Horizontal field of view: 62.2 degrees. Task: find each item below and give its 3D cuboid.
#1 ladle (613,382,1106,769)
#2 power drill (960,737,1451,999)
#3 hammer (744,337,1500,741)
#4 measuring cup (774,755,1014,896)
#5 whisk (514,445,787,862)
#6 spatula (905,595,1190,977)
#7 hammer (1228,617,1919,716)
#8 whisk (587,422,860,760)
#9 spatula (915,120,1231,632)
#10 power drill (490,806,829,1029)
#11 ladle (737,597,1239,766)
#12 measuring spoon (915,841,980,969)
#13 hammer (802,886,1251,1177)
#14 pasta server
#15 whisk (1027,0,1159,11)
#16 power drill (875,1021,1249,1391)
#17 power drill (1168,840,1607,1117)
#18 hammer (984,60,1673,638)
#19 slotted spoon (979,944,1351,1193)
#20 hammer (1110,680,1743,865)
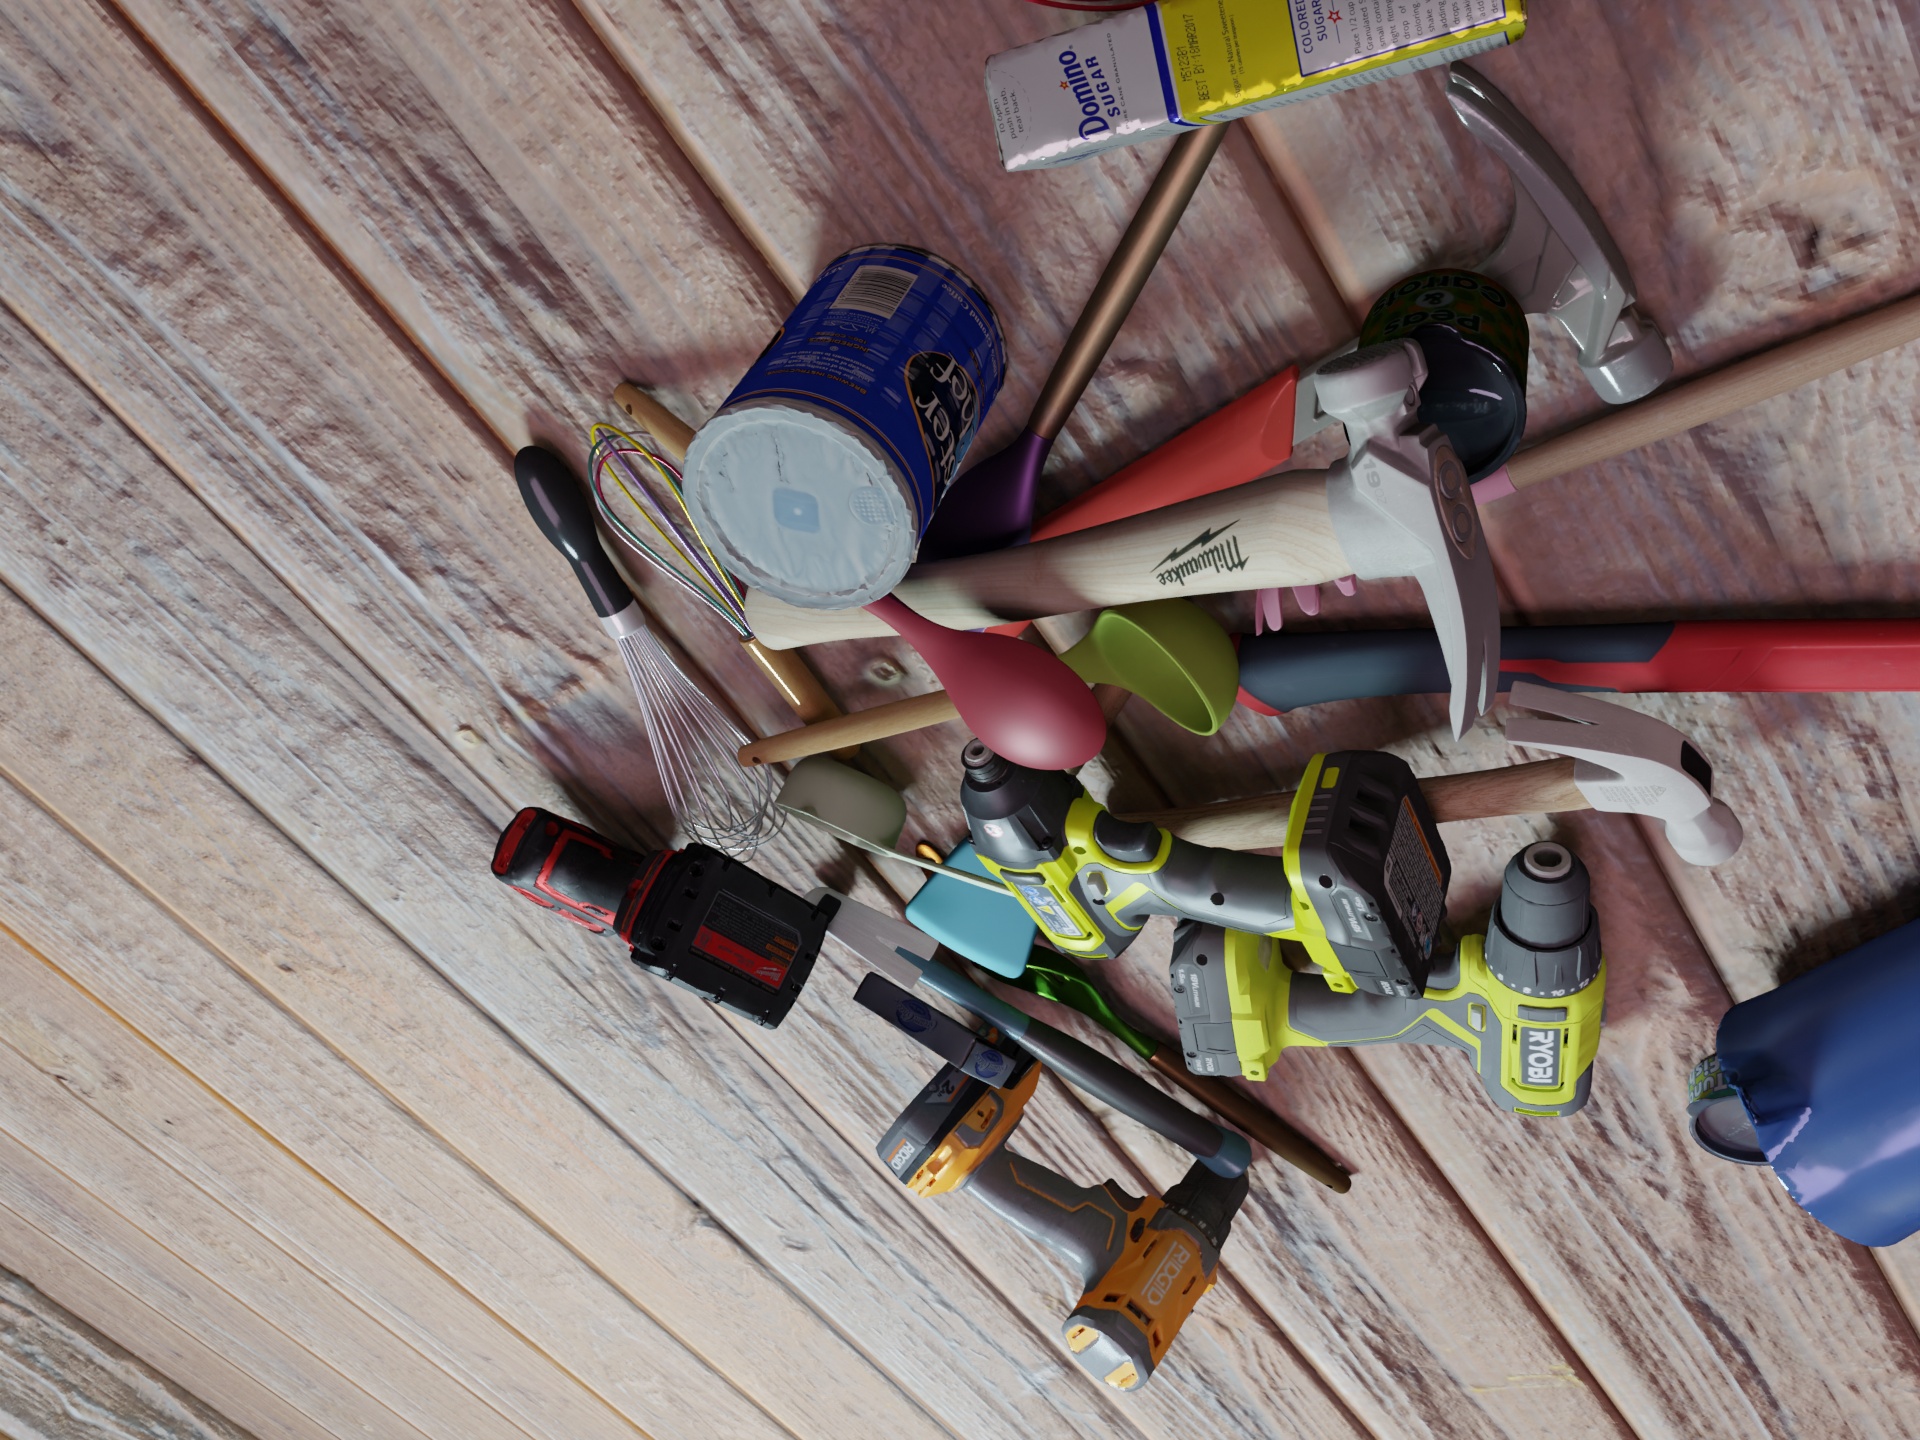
[{"bbox_3d":[-0.060,-0.076,0.755,0.316,0.031,0.069,39,139,21],"label":"ladle"},{"bbox_3d":[0.114,0.067,0.791,0.223,0.080,0.171,2,146,33],"label":"power drill"},{"bbox_3d":[0.040,-0.055,0.715,0.411,0.038,0.146,-4,113,47],"label":"hammer"},{"bbox_3d":[-0.029,0.062,0.920,0.168,0.038,0.083,18,169,23],"label":"measuring cup"},{"bbox_3d":[-0.180,-0.033,0.917,0.070,0.070,0.284,-8,123,29],"label":"whisk"},{"bbox_3d":[0.058,0.030,0.880,0.082,0.044,0.317,30,135,2],"label":"spatula"},{"bbox_3d":[0.307,-0.040,0.711,0.386,0.038,0.143,0,130,23],"label":"hammer"},{"bbox_3d":[-0.124,-0.064,0.869,0.047,0.051,0.244,-17,126,27],"label":"whisk"},{"bbox_3d":[0.046,-0.151,0.708,0.060,0.018,0.315,50,133,21],"label":"spatula"},{"bbox_3d":[-0.189,0.118,1.002,0.220,0.078,0.143,10,160,49],"label":"power drill"},{"bbox_3d":[-0.001,-0.003,0.833,0.320,0.062,0.078,-14,126,34],"label":"ladle"},{"bbox_3d":[-0.004,0.121,1.015,0.021,0.011,0.116,-6,129,28],"label":"measuring spoon"},{"bbox_3d":[0.048,0.203,1.021,0.331,0.033,0.128,33,170,-13],"label":"hammer"},{"bbox_3d":[0.261,-0.107,0.668,0.316,0.060,0.040,-21,90,33],"label":"pasta server"},{"bbox_3d":[-0.037,-0.304,0.594,0.296,0.073,0.073,11,135,23],"label":"whisk"},{"bbox_3d":[0.079,0.304,1.068,0.226,0.185,0.084,41,137,10],"label":"power drill"},{"bbox_3d":[0.238,0.137,0.884,0.228,0.080,0.190,1,133,19],"label":"power drill"},{"bbox_3d":[0.113,-0.127,0.712,0.359,0.037,0.149,-27,117,39],"label":"hammer"},{"bbox_3d":[0.143,0.230,1.046,0.313,0.031,0.070,37,152,-16],"label":"slotted spoon"},{"bbox_3d":[0.203,0.044,0.810,0.331,0.031,0.129,-11,141,40],"label":"hammer"}]
